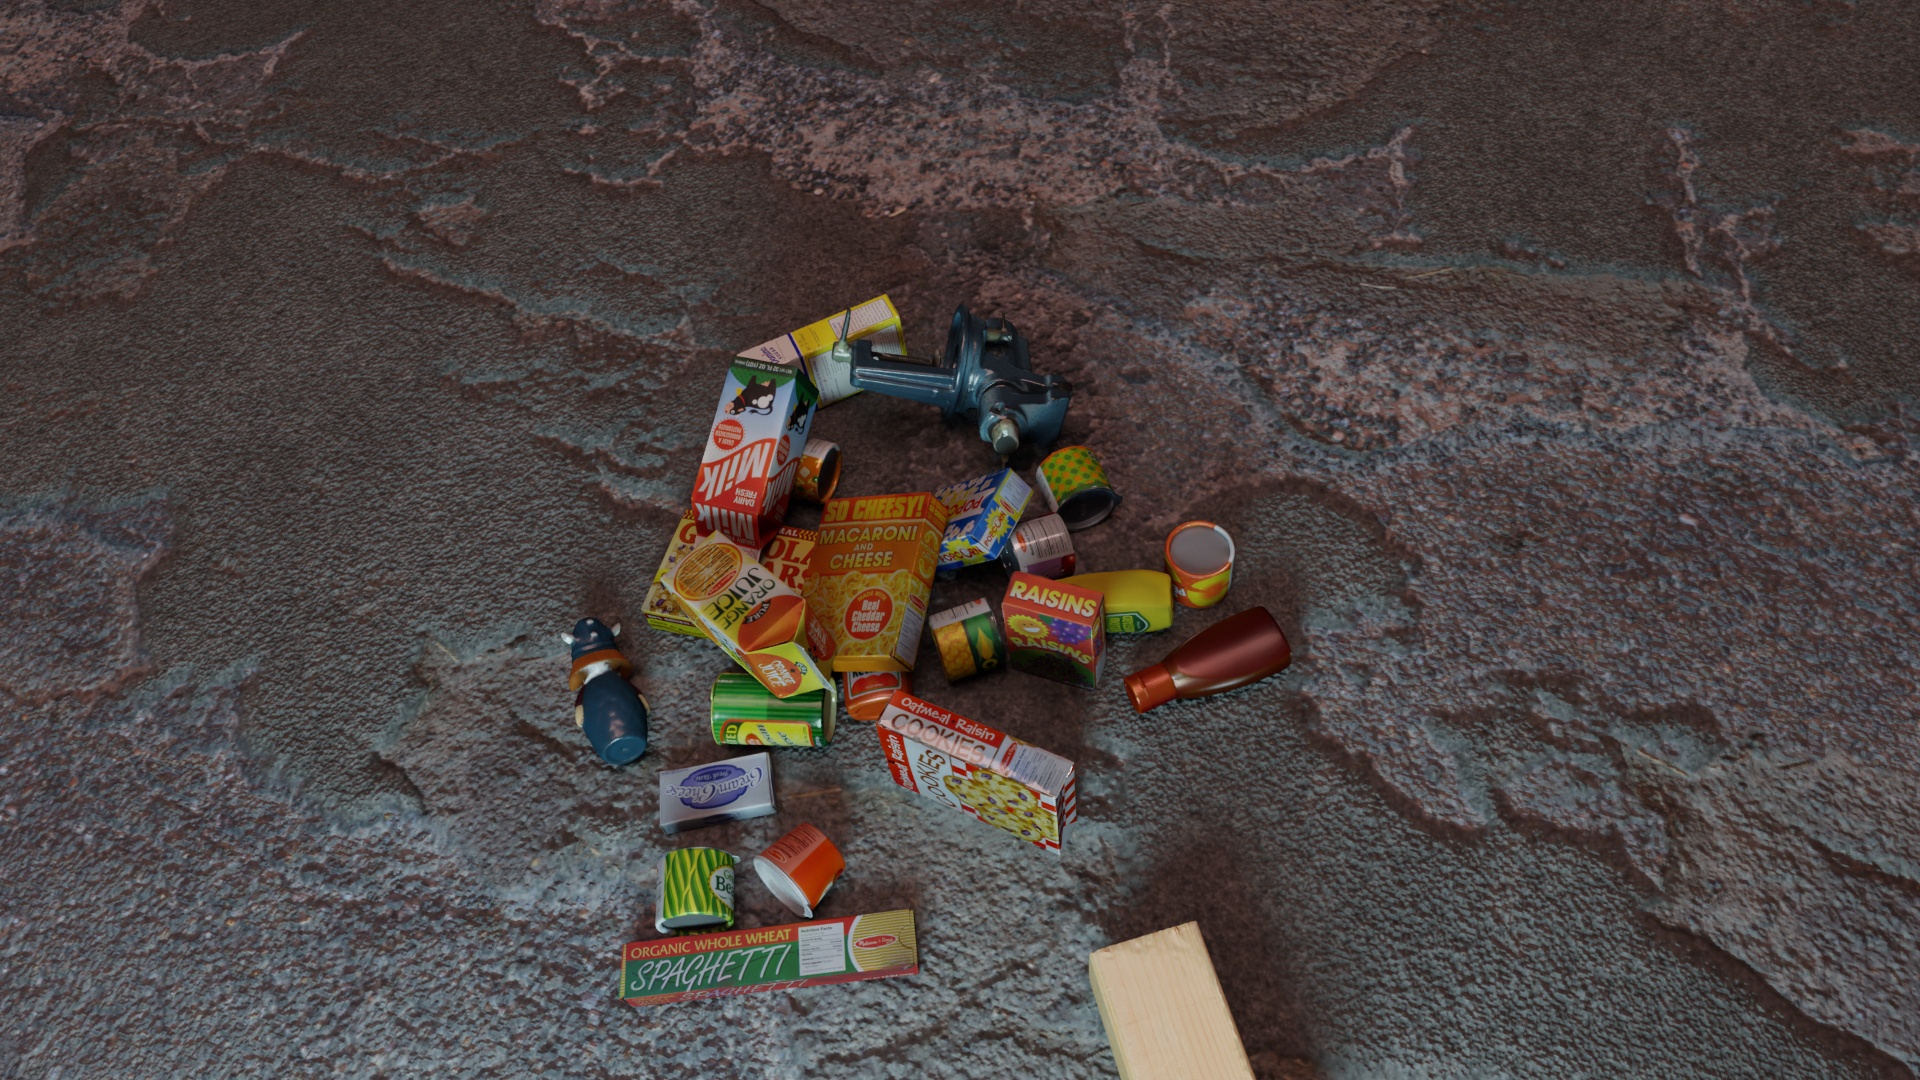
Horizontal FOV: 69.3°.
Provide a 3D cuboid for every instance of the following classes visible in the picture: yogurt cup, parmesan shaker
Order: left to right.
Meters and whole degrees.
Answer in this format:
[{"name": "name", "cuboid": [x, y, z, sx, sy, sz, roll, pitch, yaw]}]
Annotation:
[{"name": "parmesan shaker", "cuboid": [-0.170, 0.154, 1.272, 0.103, 0.071, 0.071, 1, 57, 7]}, {"name": "yogurt cup", "cuboid": [-0.136, 0.280, 1.191, 0.072, 0.072, 0.054, 34, 58, 25]}]

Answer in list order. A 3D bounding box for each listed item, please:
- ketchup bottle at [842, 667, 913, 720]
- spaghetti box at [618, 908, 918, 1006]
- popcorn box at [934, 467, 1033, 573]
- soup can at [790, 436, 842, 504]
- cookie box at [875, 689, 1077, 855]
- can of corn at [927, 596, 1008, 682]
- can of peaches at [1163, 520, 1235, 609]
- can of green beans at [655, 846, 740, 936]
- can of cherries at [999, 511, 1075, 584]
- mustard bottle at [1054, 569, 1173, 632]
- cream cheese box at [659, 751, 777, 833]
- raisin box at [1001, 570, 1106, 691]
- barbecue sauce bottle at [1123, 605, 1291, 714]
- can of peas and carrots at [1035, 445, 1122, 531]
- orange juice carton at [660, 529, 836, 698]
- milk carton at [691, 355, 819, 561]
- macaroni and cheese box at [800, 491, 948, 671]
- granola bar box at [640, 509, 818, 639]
[{"name": "ketchup bottle", "cuboid": [-0.082, 0.096, 1.319, 0.065, 0.043, 0.149, -12, 55, 6]}, {"name": "spaghetti box", "cuboid": [-0.160, 0.351, 1.166, 0.250, 0.028, 0.050, -7, 56, 2]}, {"name": "popcorn box", "cuboid": [0.005, -0.017, 1.343, 0.126, 0.038, 0.085, -15, 38, 54]}, {"name": "soup can", "cuboid": [-0.173, -0.075, 1.431, 0.084, 0.071, 0.072, 14, 59, 15]}, {"name": "cookie box", "cuboid": [0.015, 0.200, 1.190, 0.167, 0.122, 0.040, 20, 61, 19]}, {"name": "can of corn", "cuboid": [0.007, 0.095, 1.296, 0.058, 0.071, 0.071, -18, 56, -4]}, {"name": "can of peaches", "cuboid": [0.225, 0.024, 1.322, 0.071, 0.057, 0.071, -3, 56, 4]}, {"name": "can of green beans", "cuboid": [-0.226, 0.301, 1.185, 0.071, 0.071, 0.058, -7, 57, 2]}, {"name": "can of cherries", "cuboid": [0.073, 0.012, 1.343, 0.058, 0.071, 0.072, -17, 56, -12]}, {"name": "mustard bottle", "cuboid": [0.120, 0.061, 1.309, 0.160, 0.065, 0.049, -4, 61, 11]}, {"name": "cream cheese box", "cuboid": [-0.220, 0.228, 1.257, 0.104, 0.024, 0.053, -11, 56, -1]}, {"name": "raisin box", "cuboid": [0.087, 0.082, 1.260, 0.086, 0.122, 0.040, 15, 60, 16]}, {"name": "barbecue sauce bottle", "cuboid": [0.224, 0.114, 1.271, 0.149, 0.043, 0.065, -22, 57, -7]}, {"name": "can of peas and carrots", "cuboid": [0.117, -0.053, 1.381, 0.071, 0.070, 0.059, -19, 56, -6]}, {"name": "orange juice carton", "cuboid": [-0.182, 0.073, 1.253, 0.073, 0.071, 0.193, -43, 47, -16]}, {"name": "milk carton", "cuboid": [-0.205, -0.076, 1.362, 0.072, 0.073, 0.191, 13, 80, 14]}, {"name": "macaroni and cheese box", "cuboid": [-0.087, 0.039, 1.299, 0.123, 0.040, 0.167, -3, 61, 30]}, {"name": "granola bar box", "cuboid": [-0.213, 0.041, 1.372, 0.165, 0.039, 0.125, 10, 59, 13]}]
